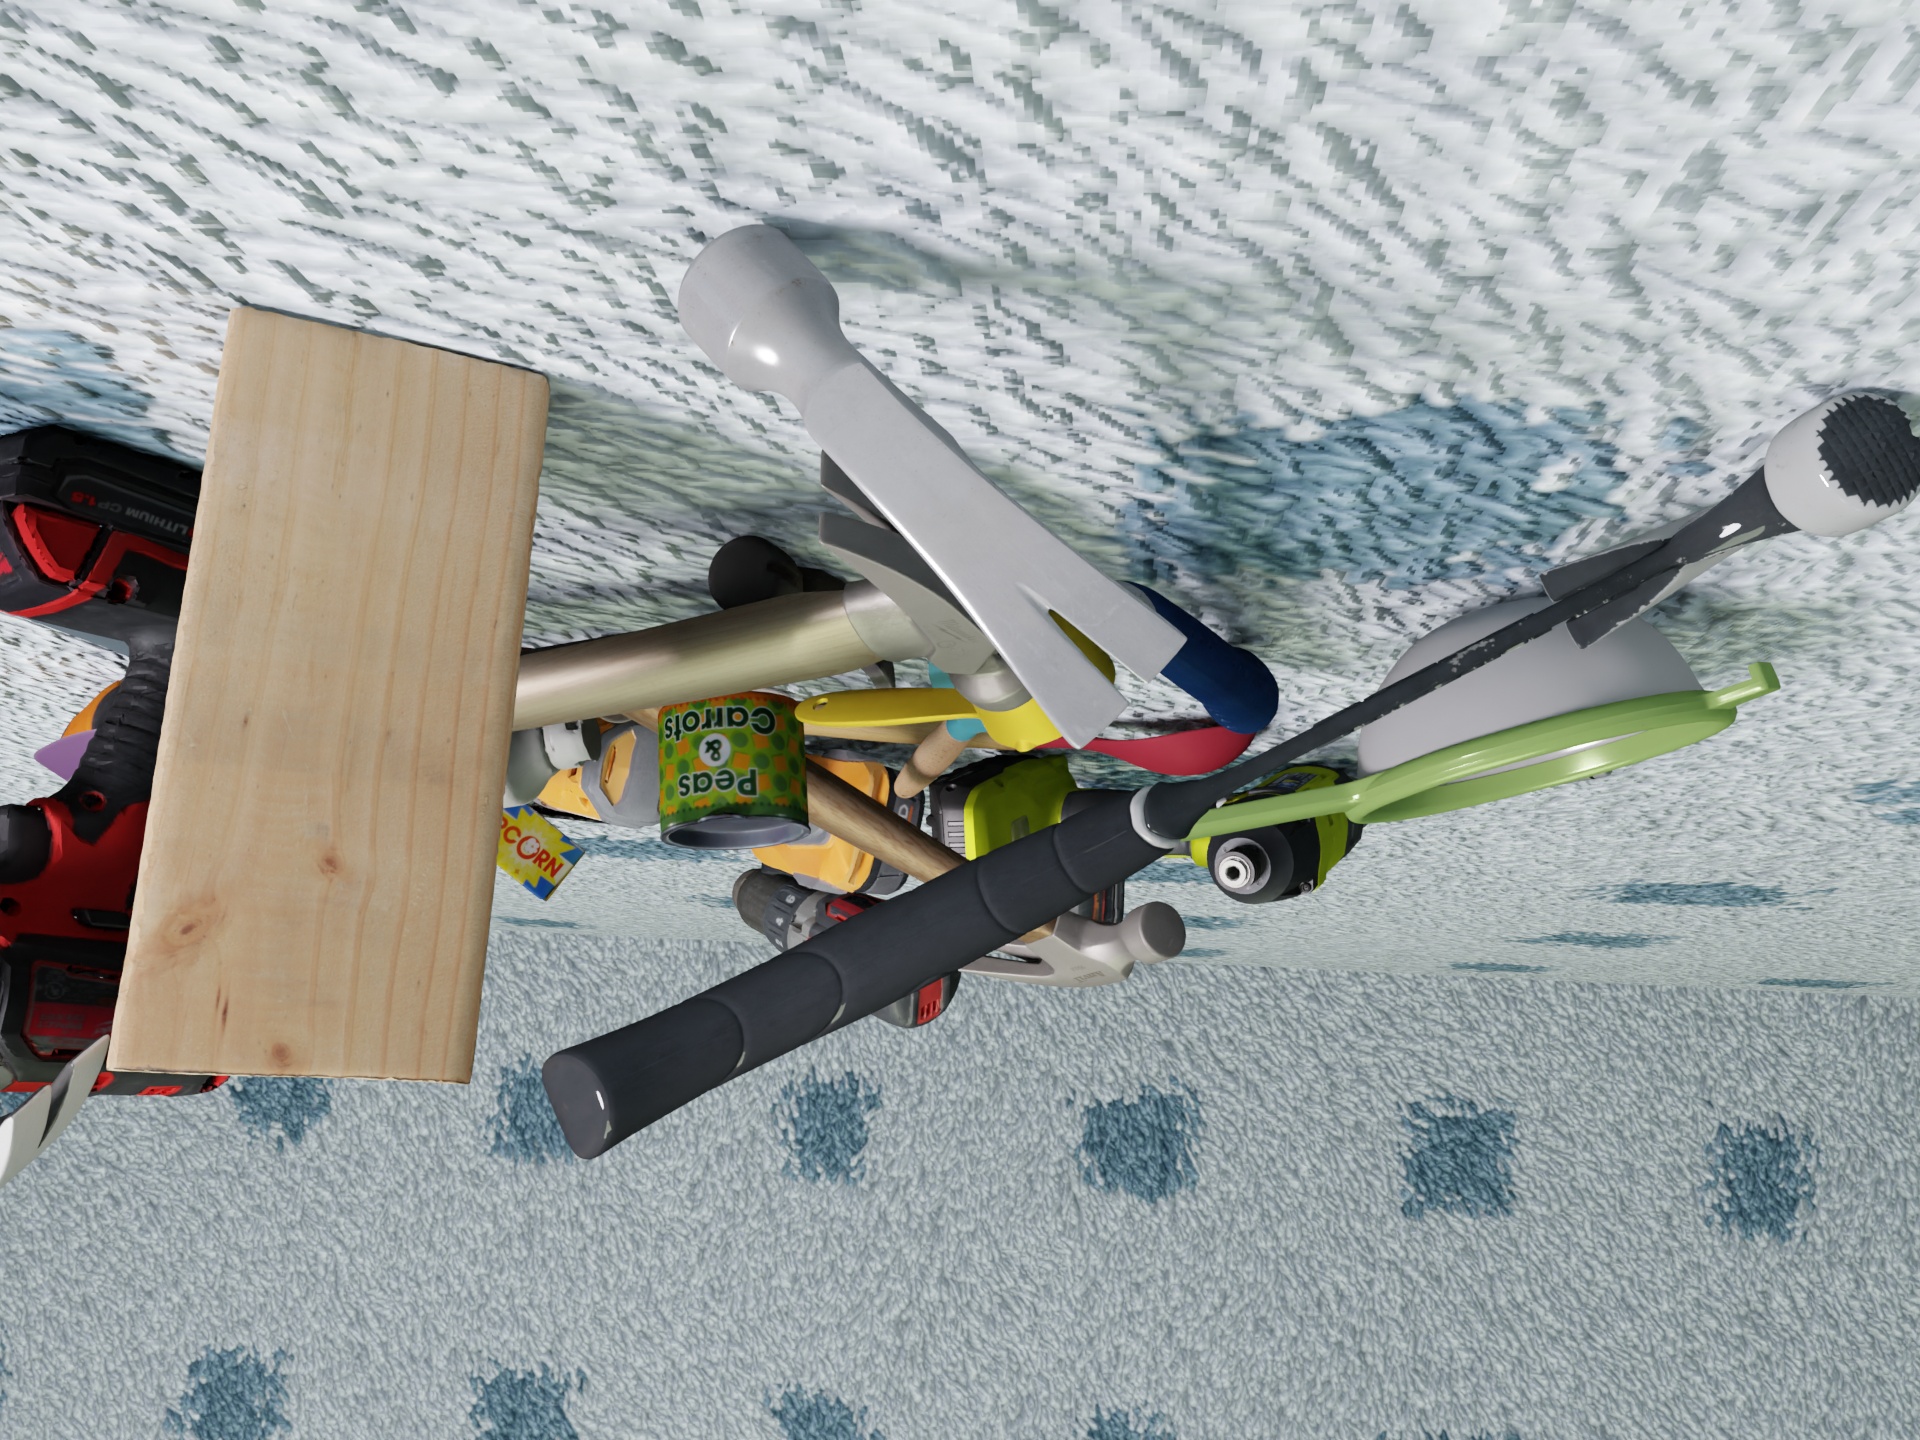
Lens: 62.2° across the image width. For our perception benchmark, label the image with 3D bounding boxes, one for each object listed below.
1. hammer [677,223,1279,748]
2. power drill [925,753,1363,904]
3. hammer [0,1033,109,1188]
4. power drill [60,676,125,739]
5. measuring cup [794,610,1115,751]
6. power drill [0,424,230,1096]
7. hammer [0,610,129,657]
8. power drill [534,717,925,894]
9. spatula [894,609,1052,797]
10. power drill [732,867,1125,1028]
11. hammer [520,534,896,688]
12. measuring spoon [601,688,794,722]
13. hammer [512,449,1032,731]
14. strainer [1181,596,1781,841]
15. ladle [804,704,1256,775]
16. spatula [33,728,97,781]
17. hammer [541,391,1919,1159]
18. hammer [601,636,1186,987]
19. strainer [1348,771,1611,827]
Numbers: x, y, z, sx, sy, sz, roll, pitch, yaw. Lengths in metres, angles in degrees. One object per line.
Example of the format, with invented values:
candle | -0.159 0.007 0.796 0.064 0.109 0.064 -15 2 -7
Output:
hammer | 0.056 -0.034 0.531 0.035 0.144 0.405 -45 160 10
power drill | 0.100 0.064 0.904 0.223 0.080 0.171 -1 -173 27
hammer | -0.363 0.005 0.416 0.146 0.334 0.035 -19 -160 25
power drill | -0.403 0.027 0.953 0.226 0.084 0.164 16 161 -34
measuring cup | -0.012 -0.016 0.648 0.156 0.062 0.029 -3 132 34
power drill | -0.312 0.019 0.557 0.078 0.220 0.143 -7 164 37
hammer | -0.423 -0.072 0.601 0.143 0.038 0.386 1 168 13
power drill | -0.158 0.040 0.942 0.226 0.084 0.185 17 173 -38
spatula | -0.001 -0.003 0.783 0.082 0.044 0.317 8 166 -10
power drill | -0.021 0.118 1.055 0.226 0.080 0.188 -17 -154 -40
hammer | -0.213 -0.017 0.710 0.359 0.037 0.149 -9 164 16
measuring spoon | -0.140 -0.013 0.833 0.124 0.034 0.018 7 -170 -39
hammer | -0.182 -0.013 0.610 0.410 0.038 0.146 -10 156 23
strainer | 0.168 0.001 0.630 0.256 0.069 0.151 -11 168 -3
ladle | 0.005 0.006 0.879 0.315 0.031 0.069 4 171 2
spatula | -0.331 0.002 0.834 0.316 0.018 0.059 -9 152 4
hammer | 0.072 0.019 0.463 0.409 0.036 0.149 -25 173 -11
hammer | -0.049 0.054 0.818 0.331 0.031 0.130 32 146 -18
strainer | 0.272 0.042 0.943 0.258 0.050 0.087 -16 -163 39
